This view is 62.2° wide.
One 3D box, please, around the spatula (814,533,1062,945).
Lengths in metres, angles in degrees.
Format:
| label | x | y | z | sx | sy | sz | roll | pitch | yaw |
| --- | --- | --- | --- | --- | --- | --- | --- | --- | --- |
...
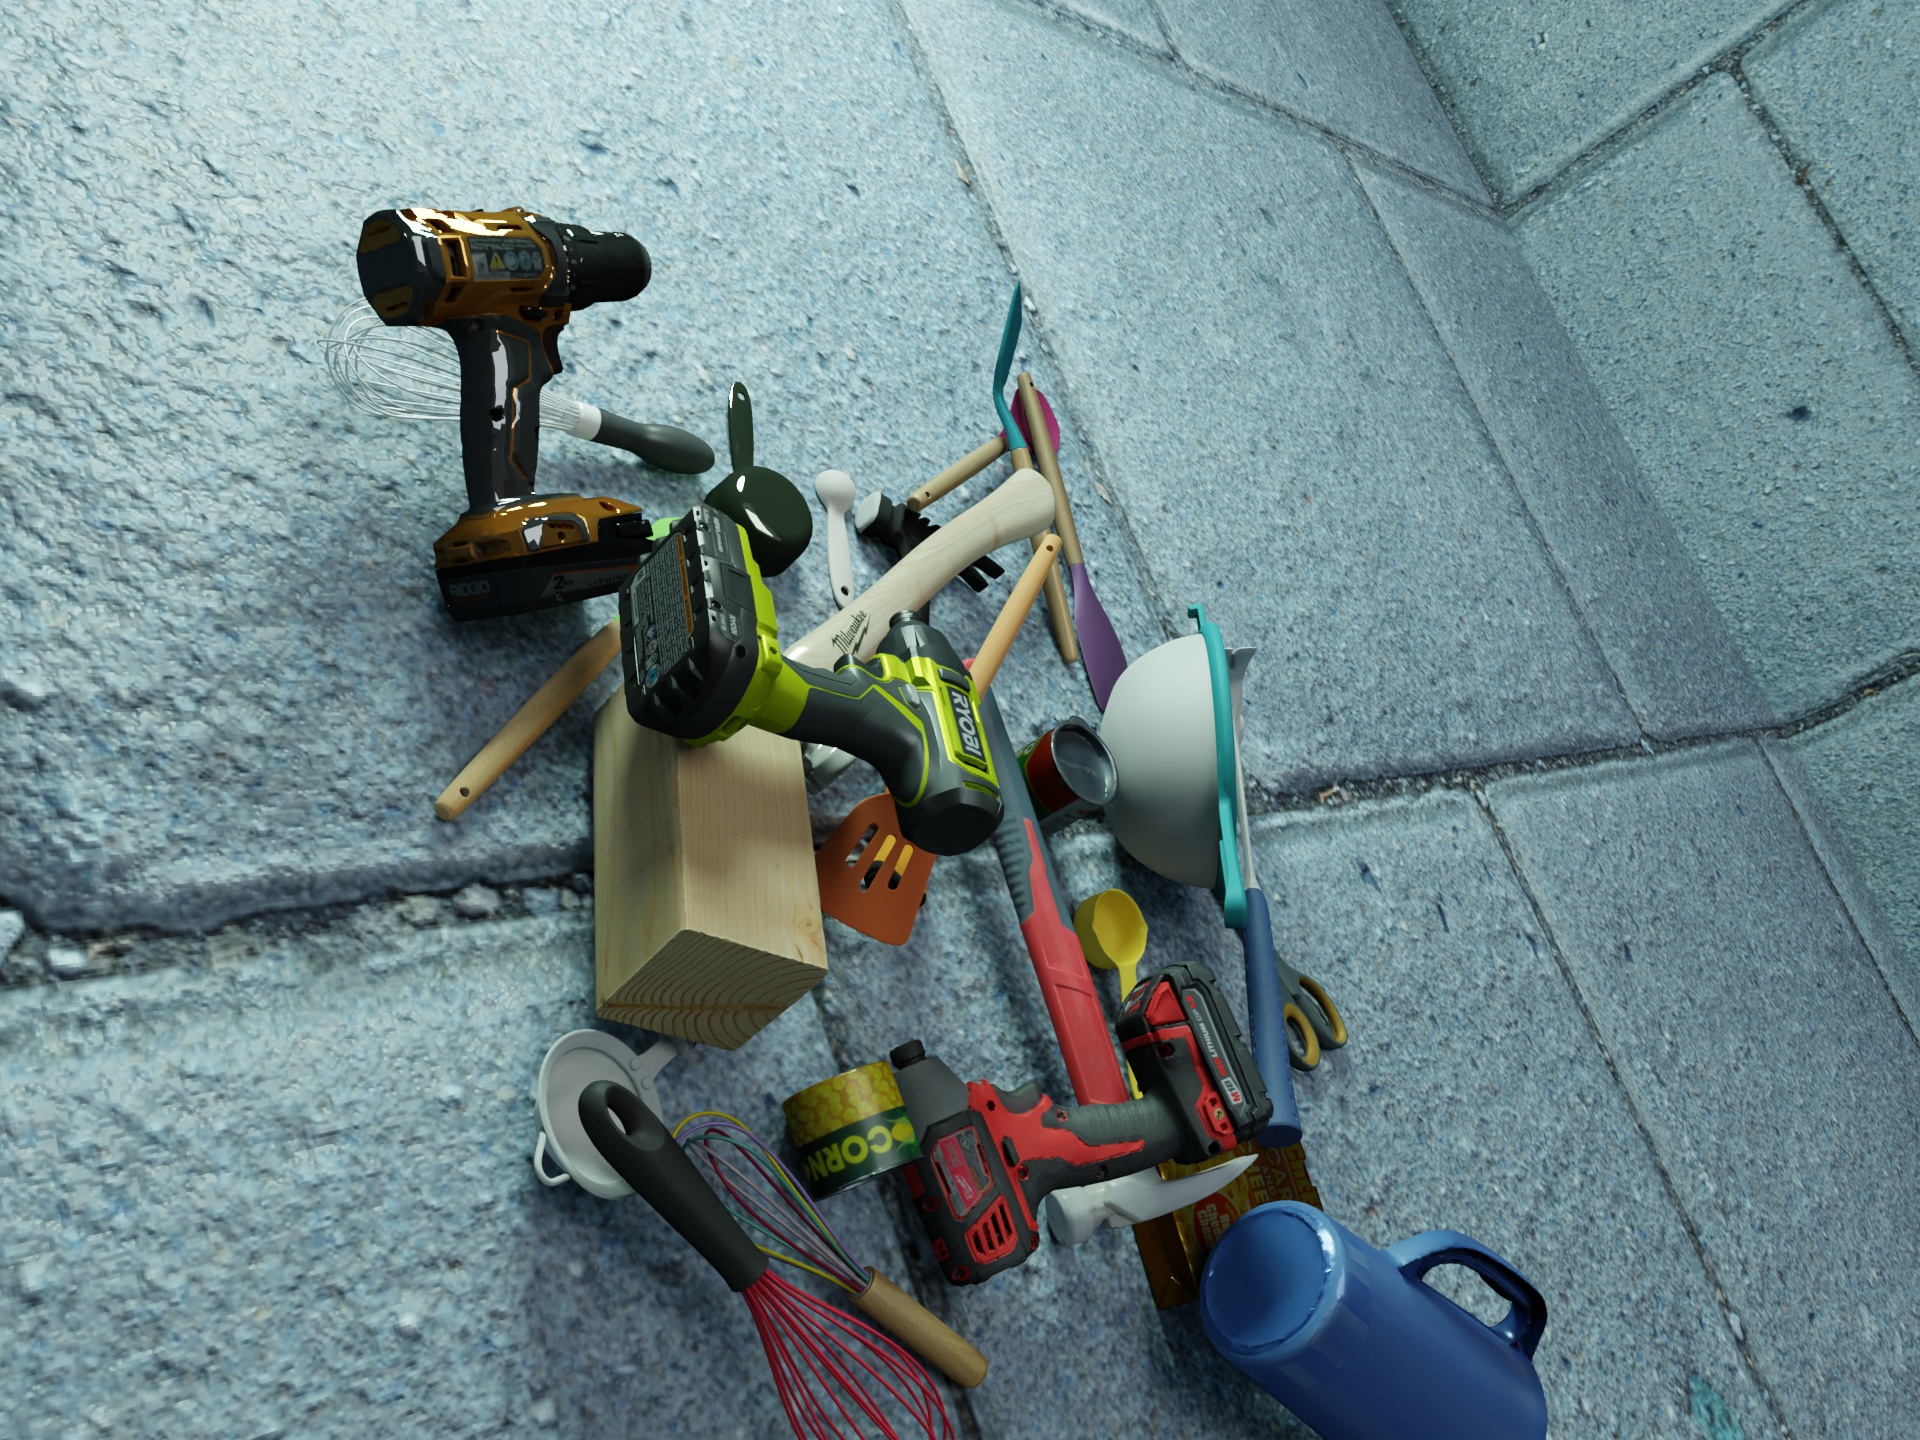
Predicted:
| label | x | y | z | sx | sy | sz | roll | pitch | yaw |
| --- | --- | --- | --- | --- | --- | --- | --- | --- | --- |
| spatula | -0.002 | -0.003 | 1.061 | 0.081 | 0.041 | 0.323 | 29 | 60 | 0 |

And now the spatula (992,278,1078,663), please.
| label | x | y | z | sx | sy | sz | roll | pitch | yaw |
| --- | --- | --- | --- | --- | --- | --- | --- | --- | --- |
| spatula | 0.065 | -0.203 | 1.322 | 0.082 | 0.044 | 0.317 | 62 | 15 | -82 |

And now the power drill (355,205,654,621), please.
| label | x | y | z | sx | sy | sz | roll | pitch | yaw |
| --- | --- | --- | --- | --- | --- | --- | --- | --- | --- |
| power drill | -0.241 | -0.184 | 0.930 | 0.185 | 0.084 | 0.226 | -22 | 105 | -51 |

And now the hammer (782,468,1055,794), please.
| label | x | y | z | sx | sy | sz | roll | pitch | yaw |
| --- | --- | --- | --- | --- | --- | --- | --- | --- | --- |
| hammer | -0.041 | -0.104 | 1.132 | 0.146 | 0.038 | 0.411 | 49 | 40 | -4 |

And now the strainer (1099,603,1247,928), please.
| label | x | y | z | sx | sy | sz | roll | pitch | yaw |
| --- | --- | --- | --- | --- | --- | --- | --- | --- | --- |
| strainer | 0.148 | 0.058 | 1.149 | 0.341 | 0.095 | 0.211 | -79 | 167 | -67 |

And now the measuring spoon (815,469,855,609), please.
| label | x | y | z | sx | sy | sz | roll | pitch | yaw |
| --- | --- | --- | --- | --- | --- | --- | --- | --- | --- |
| measuring spoon | -0.086 | -0.136 | 1.174 | 0.034 | 0.018 | 0.124 | 18 | 52 | -38 |

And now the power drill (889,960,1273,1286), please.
| label | x | y | z | sx | sy | sz | roll | pitch | yaw |
| --- | --- | --- | --- | --- | --- | --- | --- | --- | --- |
| power drill | 0.064 | 0.233 | 0.965 | 0.219 | 0.078 | 0.143 | -19 | 76 | -20 |

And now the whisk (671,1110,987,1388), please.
| label | x | y | z | sx | sy | sz | roll | pitch | yaw |
| --- | --- | --- | --- | --- | --- | --- | --- | --- | --- |
| whisk | -0.066 | 0.290 | 0.862 | 0.244 | 0.051 | 0.047 | 46 | 19 | -23 |

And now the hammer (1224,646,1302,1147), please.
| label | x | y | z | sx | sy | sz | roll | pitch | yaw |
| --- | --- | --- | --- | --- | --- | --- | --- | --- | --- |
| hammer | 0.222 | 0.123 | 1.220 | 0.144 | 0.035 | 0.406 | 83 | 7 | -53 |

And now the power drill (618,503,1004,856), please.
| label | x | y | z | sx | sy | sz | roll | pitch | yaw |
| --- | --- | --- | --- | --- | --- | --- | --- | --- | --- |
| power drill | -0.080 | -0.028 | 0.911 | 0.223 | 0.080 | 0.171 | 25 | 37 | -38 |

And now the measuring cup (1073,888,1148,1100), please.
| label | x | y | z | sx | sy | sz | roll | pitch | yaw |
| --- | --- | --- | --- | --- | --- | --- | --- | --- | --- |
| measuring cup | 0.112 | 0.201 | 1.145 | 0.062 | 0.029 | 0.157 | 7 | 70 | -44 |

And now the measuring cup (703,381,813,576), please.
| label | x | y | z | sx | sy | sz | roll | pitch | yaw |
| --- | --- | --- | --- | --- | --- | --- | --- | --- | --- |
| measuring cup | -0.143 | -0.181 | 1.128 | 0.083 | 0.038 | 0.168 | 16 | 55 | -39 |

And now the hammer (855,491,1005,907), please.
| label | x | y | z | sx | sy | sz | roll | pitch | yaw |
| --- | --- | --- | --- | --- | --- | --- | --- | --- | --- |
| hammer | -0.029 | -0.012 | 1.133 | 0.127 | 0.034 | 0.337 | 28 | 46 | -30 |

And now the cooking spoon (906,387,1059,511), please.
| label | x | y | z | sx | sy | sz | roll | pitch | yaw |
| --- | --- | --- | --- | --- | --- | --- | --- | --- | --- |
| cooking spoon | 0.024 | -0.224 | 1.329 | 0.068 | 0.017 | 0.319 | 62 | 30 | -11 |

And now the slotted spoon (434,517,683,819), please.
| label | x | y | z | sx | sy | sz | roll | pitch | yaw |
| --- | --- | --- | --- | --- | --- | --- | --- | --- | --- |
| slotted spoon | -0.218 | -0.039 | 0.961 | 0.070 | 0.031 | 0.314 | 48 | 40 | -14 |

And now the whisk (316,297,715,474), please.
| label | x | y | z | sx | sy | sz | roll | pitch | yaw |
| --- | --- | --- | --- | --- | --- | --- | --- | --- | --- |
| whisk | -0.265 | -0.197 | 1.001 | 0.284 | 0.070 | 0.070 | 10 | 56 | -48 |

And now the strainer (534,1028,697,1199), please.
| label | x | y | z | sx | sy | sz | roll | pitch | yaw |
| --- | --- | --- | --- | --- | --- | --- | --- | --- | --- |
| strainer | -0.158 | 0.178 | 0.858 | 0.087 | 0.050 | 0.258 | 61 | 32 | -6 |

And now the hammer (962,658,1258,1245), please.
| label | x | y | z | sx | sy | sz | roll | pitch | yaw |
| --- | --- | --- | --- | --- | --- | --- | --- | --- | --- |
| hammer | 0.073 | 0.137 | 1.065 | 0.143 | 0.038 | 0.386 | -12 | 74 | -21 |

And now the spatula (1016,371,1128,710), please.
| label | x | y | z | sx | sy | sz | roll | pitch | yaw |
| --- | --- | --- | --- | --- | --- | --- | --- | --- | --- |
| spatula | 0.094 | -0.155 | 1.361 | 0.059 | 0.018 | 0.316 | 1 | 70 | -48 |

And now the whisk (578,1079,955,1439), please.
| label | x | y | z | sx | sy | sz | roll | pitch | yaw |
| --- | --- | --- | --- | --- | --- | --- | --- | --- | --- |
| whisk | -0.094 | 0.292 | 0.798 | 0.295 | 0.073 | 0.073 | 54 | 38 | -14 |
